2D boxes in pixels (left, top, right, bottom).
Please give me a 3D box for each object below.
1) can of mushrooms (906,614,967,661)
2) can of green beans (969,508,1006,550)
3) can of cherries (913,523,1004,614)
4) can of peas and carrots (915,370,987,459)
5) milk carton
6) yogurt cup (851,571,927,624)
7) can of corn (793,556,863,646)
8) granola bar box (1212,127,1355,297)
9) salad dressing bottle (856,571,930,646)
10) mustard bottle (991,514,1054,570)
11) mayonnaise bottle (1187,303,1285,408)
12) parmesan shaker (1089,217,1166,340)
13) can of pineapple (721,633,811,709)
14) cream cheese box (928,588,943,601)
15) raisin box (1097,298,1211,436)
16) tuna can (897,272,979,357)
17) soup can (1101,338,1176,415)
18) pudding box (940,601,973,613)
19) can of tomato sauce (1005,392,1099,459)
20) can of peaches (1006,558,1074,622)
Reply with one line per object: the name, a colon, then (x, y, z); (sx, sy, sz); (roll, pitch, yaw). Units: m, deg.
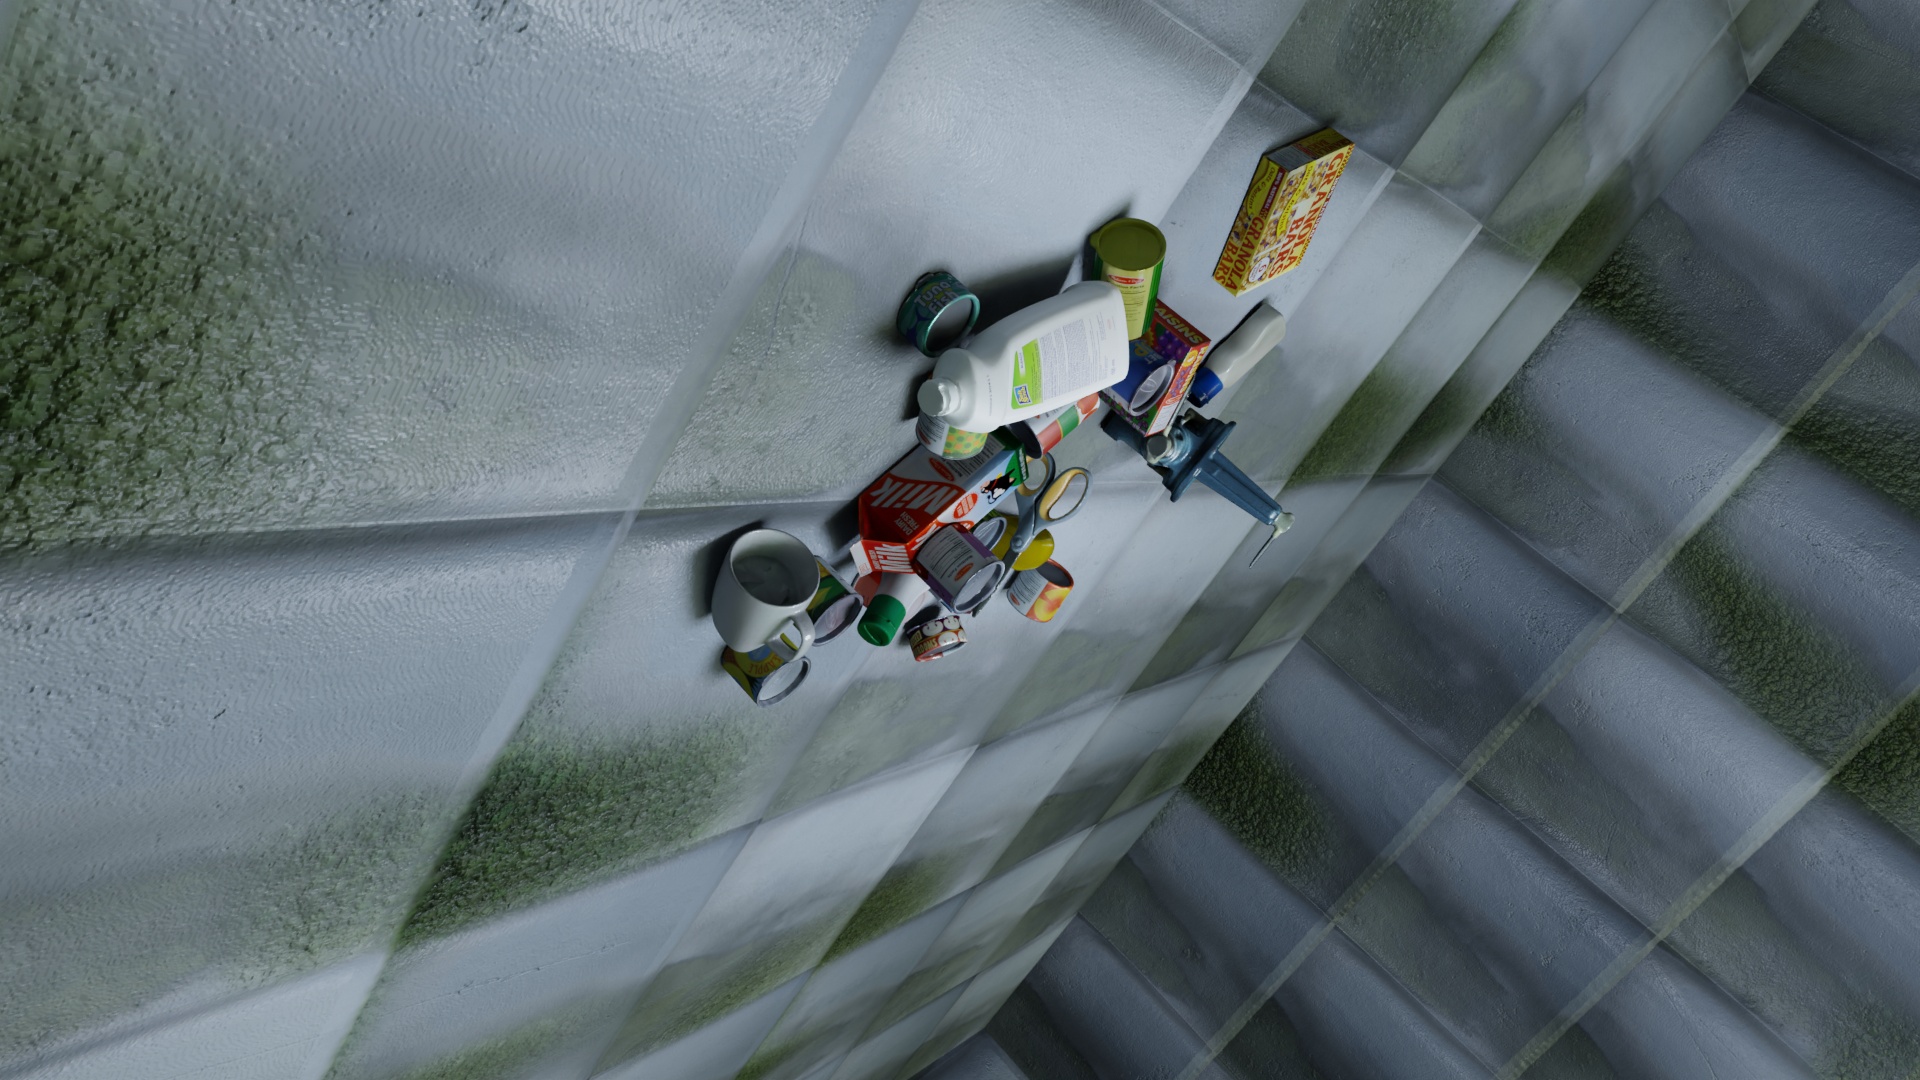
can of mushrooms: (-0.028, 0.114, 1.606); (0.071, 0.033, 0.071); (-19, 165, -5)
can of green beans: (0.005, -0.017, 1.448); (0.071, 0.058, 0.071); (-38, 156, -20)
can of cherries: (-0.001, 0.027, 1.317); (0.072, 0.058, 0.071); (-38, 157, -20)
can of peas and carrots: (-0.002, -0.118, 1.260); (0.071, 0.071, 0.058); (-30, 152, -34)
milk carton: (-0.029, -0.039, 1.333); (0.191, 0.073, 0.072); (-41, 157, -13)
yogurt cup: (-0.071, 0.052, 1.434); (0.072, 0.054, 0.072); (-37, 155, -21)
can of corn: (-0.138, 0.059, 1.322); (0.071, 0.058, 0.070); (-38, 156, -20)
granola bar box: (0.351, -0.358, 1.517); (0.125, 0.039, 0.164); (-29, 152, -34)
salad dressing bottle: (-0.057, 0.039, 1.373); (0.064, 0.044, 0.148); (54, 44, -29)
mustard bottle: (0.075, 0.005, 1.602); (0.048, 0.065, 0.160); (-56, 160, 11)
mayonnaise bottle: (0.336, -0.224, 1.710); (0.148, 0.041, 0.064); (-42, 155, -8)
parmesan shaker: (0.154, -0.249, 1.325); (0.071, 0.071, 0.102); (-38, 157, -20)
can of pineapple: (-0.187, 0.118, 1.334); (0.071, 0.058, 0.070); (-38, 156, -21)
cream cheese box: (-0.008, 0.040, 1.525); (0.024, 0.053, 0.104); (-53, 156, 19)
raisin box: (0.203, -0.185, 1.480); (0.040, 0.086, 0.122); (-22, 147, -41)
tuna can: (-0.018, -0.189, 1.159); (0.071, 0.033, 0.070); (-38, 156, -20)
soup can: (0.170, -0.181, 1.432); (0.071, 0.084, 0.071); (-38, 156, -20)
pudding box: (0.015, 0.044, 1.603); (0.083, 0.030, 0.050); (-52, 156, 12)
can of tomato sauce: (0.088, -0.132, 1.396); (0.083, 0.071, 0.071); (-41, 156, -16)
can of peaches: (0.101, 0.059, 1.730); (0.071, 0.071, 0.057); (-10, 137, -55)
